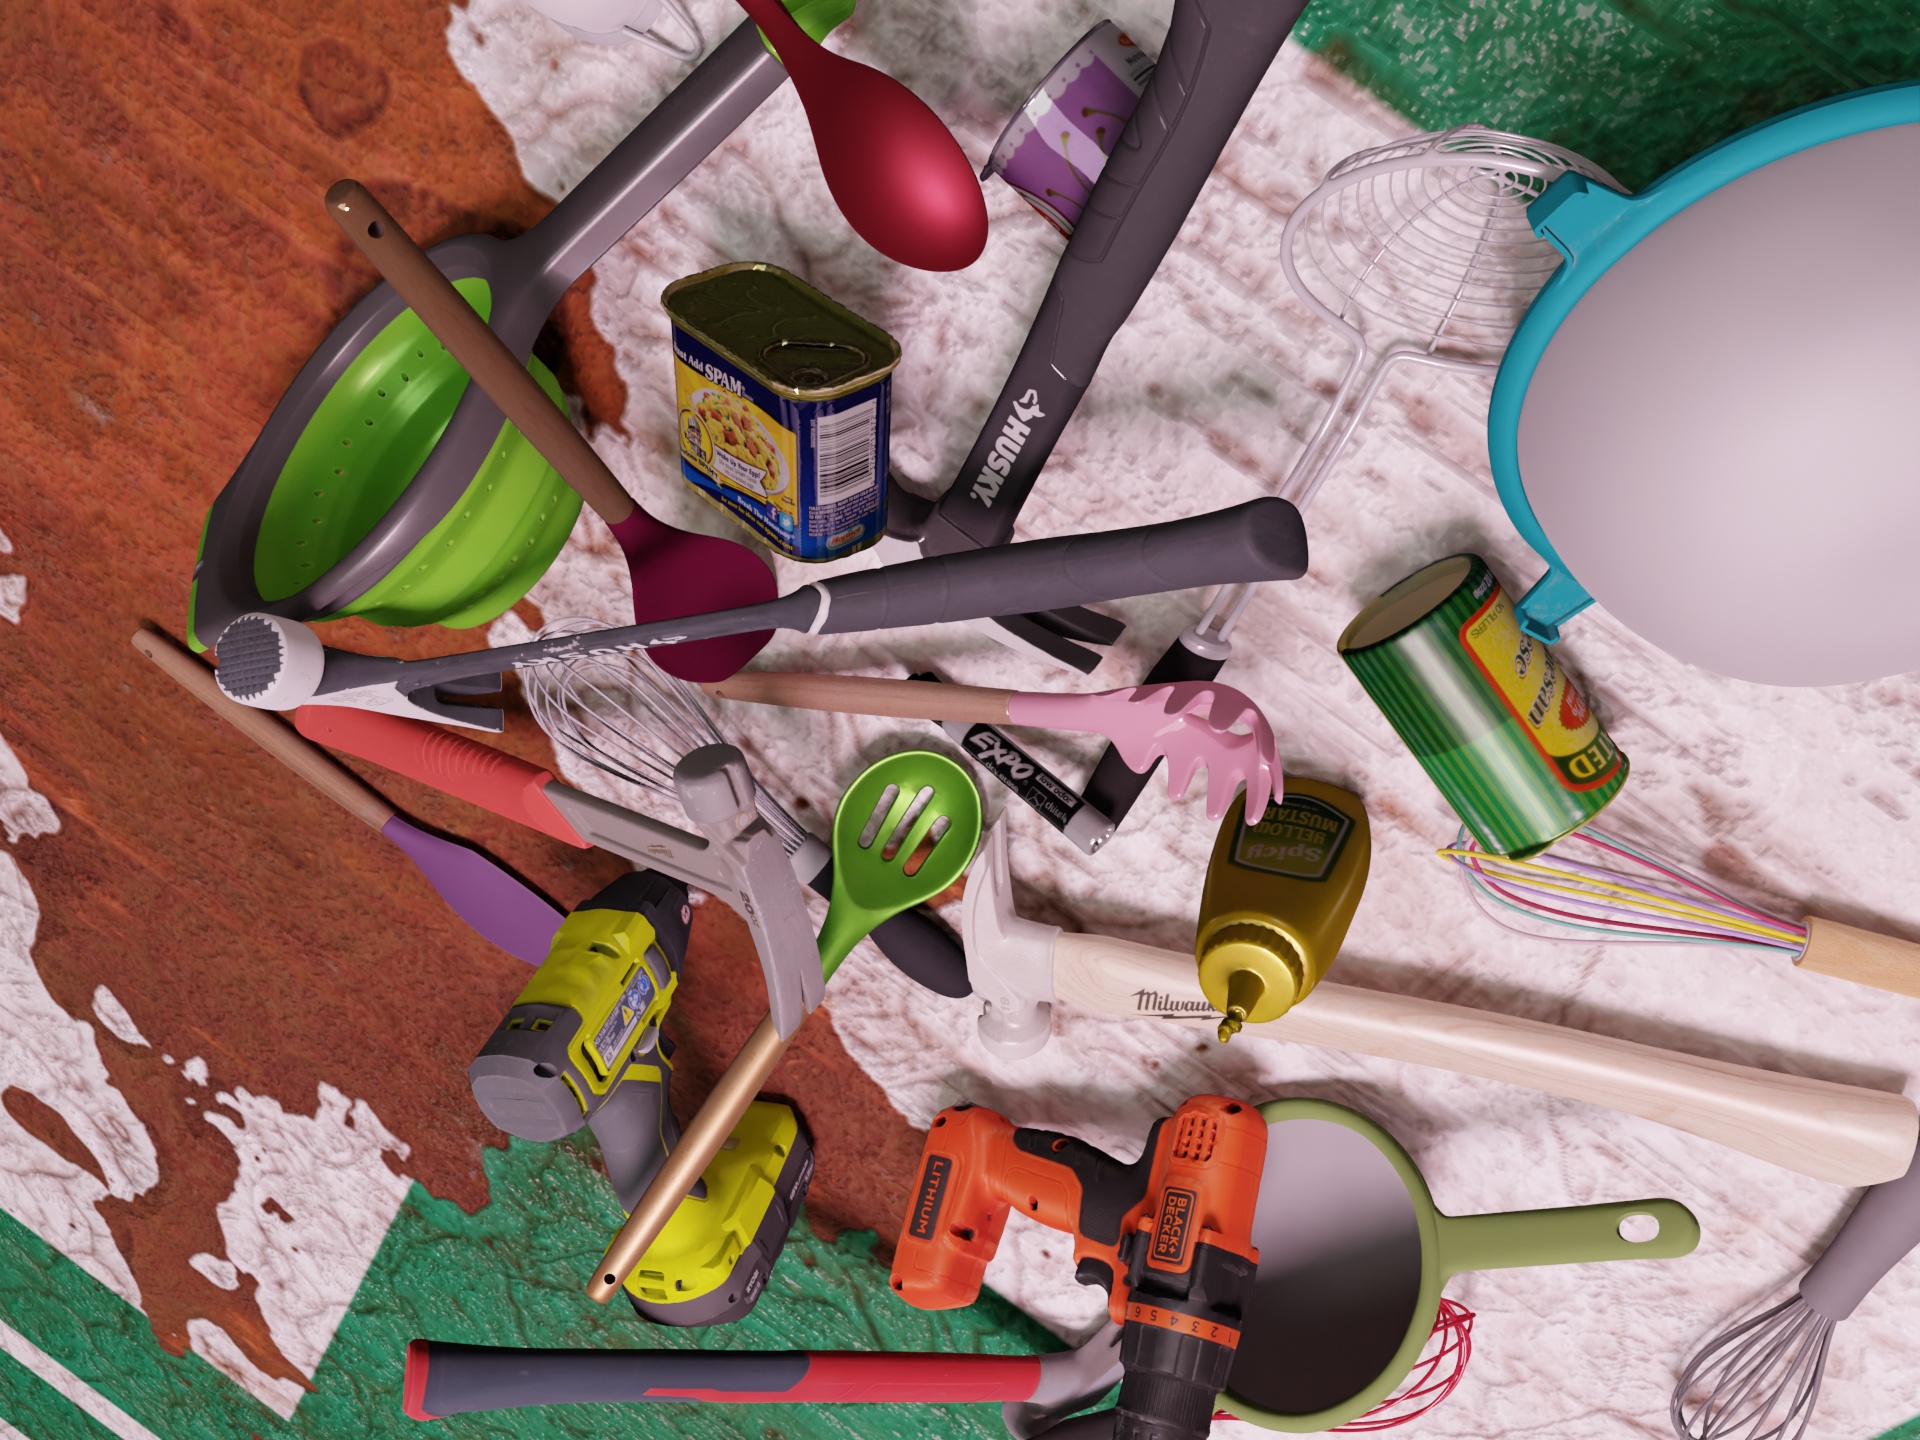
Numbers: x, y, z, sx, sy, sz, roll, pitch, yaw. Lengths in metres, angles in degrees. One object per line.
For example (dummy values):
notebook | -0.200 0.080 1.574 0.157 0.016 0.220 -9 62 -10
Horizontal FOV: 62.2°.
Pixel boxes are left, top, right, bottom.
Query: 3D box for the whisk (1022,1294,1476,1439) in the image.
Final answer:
whisk | 0.141 0.361 0.847 0.296 0.073 0.073 -32 102 28

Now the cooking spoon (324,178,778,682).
cooking spoon | -0.150 -0.099 0.639 0.017 0.069 0.318 44 174 31

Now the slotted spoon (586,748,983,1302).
slotted spoon | -0.091 0.149 0.772 0.070 0.031 0.314 34 90 -5

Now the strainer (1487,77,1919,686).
strainer | 0.338 -0.081 0.470 0.340 0.095 0.210 -5 140 14

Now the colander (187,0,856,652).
colander | -0.174 -0.154 0.690 0.397 0.205 0.094 -36 134 19

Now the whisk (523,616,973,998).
whisk | -0.101 0.048 0.799 0.284 0.070 0.070 40 126 -8

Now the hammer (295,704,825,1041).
hammer | -0.217 0.042 0.794 0.359 0.037 0.149 15 132 36

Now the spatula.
spatula | -0.356 0.046 0.932 0.316 0.018 0.059 37 127 -1

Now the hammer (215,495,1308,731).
hammer | -0.072 -0.039 0.622 0.409 0.149 0.036 -7 82 16

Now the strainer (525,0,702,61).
strainer | -0.197 -0.360 0.619 0.258 0.050 0.087 53 139 -7

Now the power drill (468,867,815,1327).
power drill | -0.158 0.198 0.851 0.080 0.171 0.223 -2 125 23

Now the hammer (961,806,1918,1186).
hammer | 0.198 0.133 0.713 0.411 0.038 0.146 9 132 17

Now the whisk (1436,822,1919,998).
whisk | 0.317 0.082 0.645 0.245 0.051 0.047 14 144 11

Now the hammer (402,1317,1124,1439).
hammer | -0.091 0.342 0.845 0.386 0.038 0.143 10 132 -22

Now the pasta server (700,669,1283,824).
pasta server | -0.001 -0.002 0.700 0.316 0.040 0.060 5 138 35

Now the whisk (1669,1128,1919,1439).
whisk | 0.386 0.259 0.708 0.055 0.055 0.238 23 121 10

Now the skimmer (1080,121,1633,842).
skimmer | 0.123 -0.059 0.613 0.127 0.090 0.363 20 127 -10

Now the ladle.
ladle | -0.089 -0.285 0.567 0.315 0.031 0.069 57 154 10

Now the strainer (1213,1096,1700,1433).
strainer | 0.214 0.249 0.736 0.256 0.152 0.069 -18 144 33

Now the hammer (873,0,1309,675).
hammer | 0.045 -0.138 0.572 0.146 0.035 0.334 37 146 4
